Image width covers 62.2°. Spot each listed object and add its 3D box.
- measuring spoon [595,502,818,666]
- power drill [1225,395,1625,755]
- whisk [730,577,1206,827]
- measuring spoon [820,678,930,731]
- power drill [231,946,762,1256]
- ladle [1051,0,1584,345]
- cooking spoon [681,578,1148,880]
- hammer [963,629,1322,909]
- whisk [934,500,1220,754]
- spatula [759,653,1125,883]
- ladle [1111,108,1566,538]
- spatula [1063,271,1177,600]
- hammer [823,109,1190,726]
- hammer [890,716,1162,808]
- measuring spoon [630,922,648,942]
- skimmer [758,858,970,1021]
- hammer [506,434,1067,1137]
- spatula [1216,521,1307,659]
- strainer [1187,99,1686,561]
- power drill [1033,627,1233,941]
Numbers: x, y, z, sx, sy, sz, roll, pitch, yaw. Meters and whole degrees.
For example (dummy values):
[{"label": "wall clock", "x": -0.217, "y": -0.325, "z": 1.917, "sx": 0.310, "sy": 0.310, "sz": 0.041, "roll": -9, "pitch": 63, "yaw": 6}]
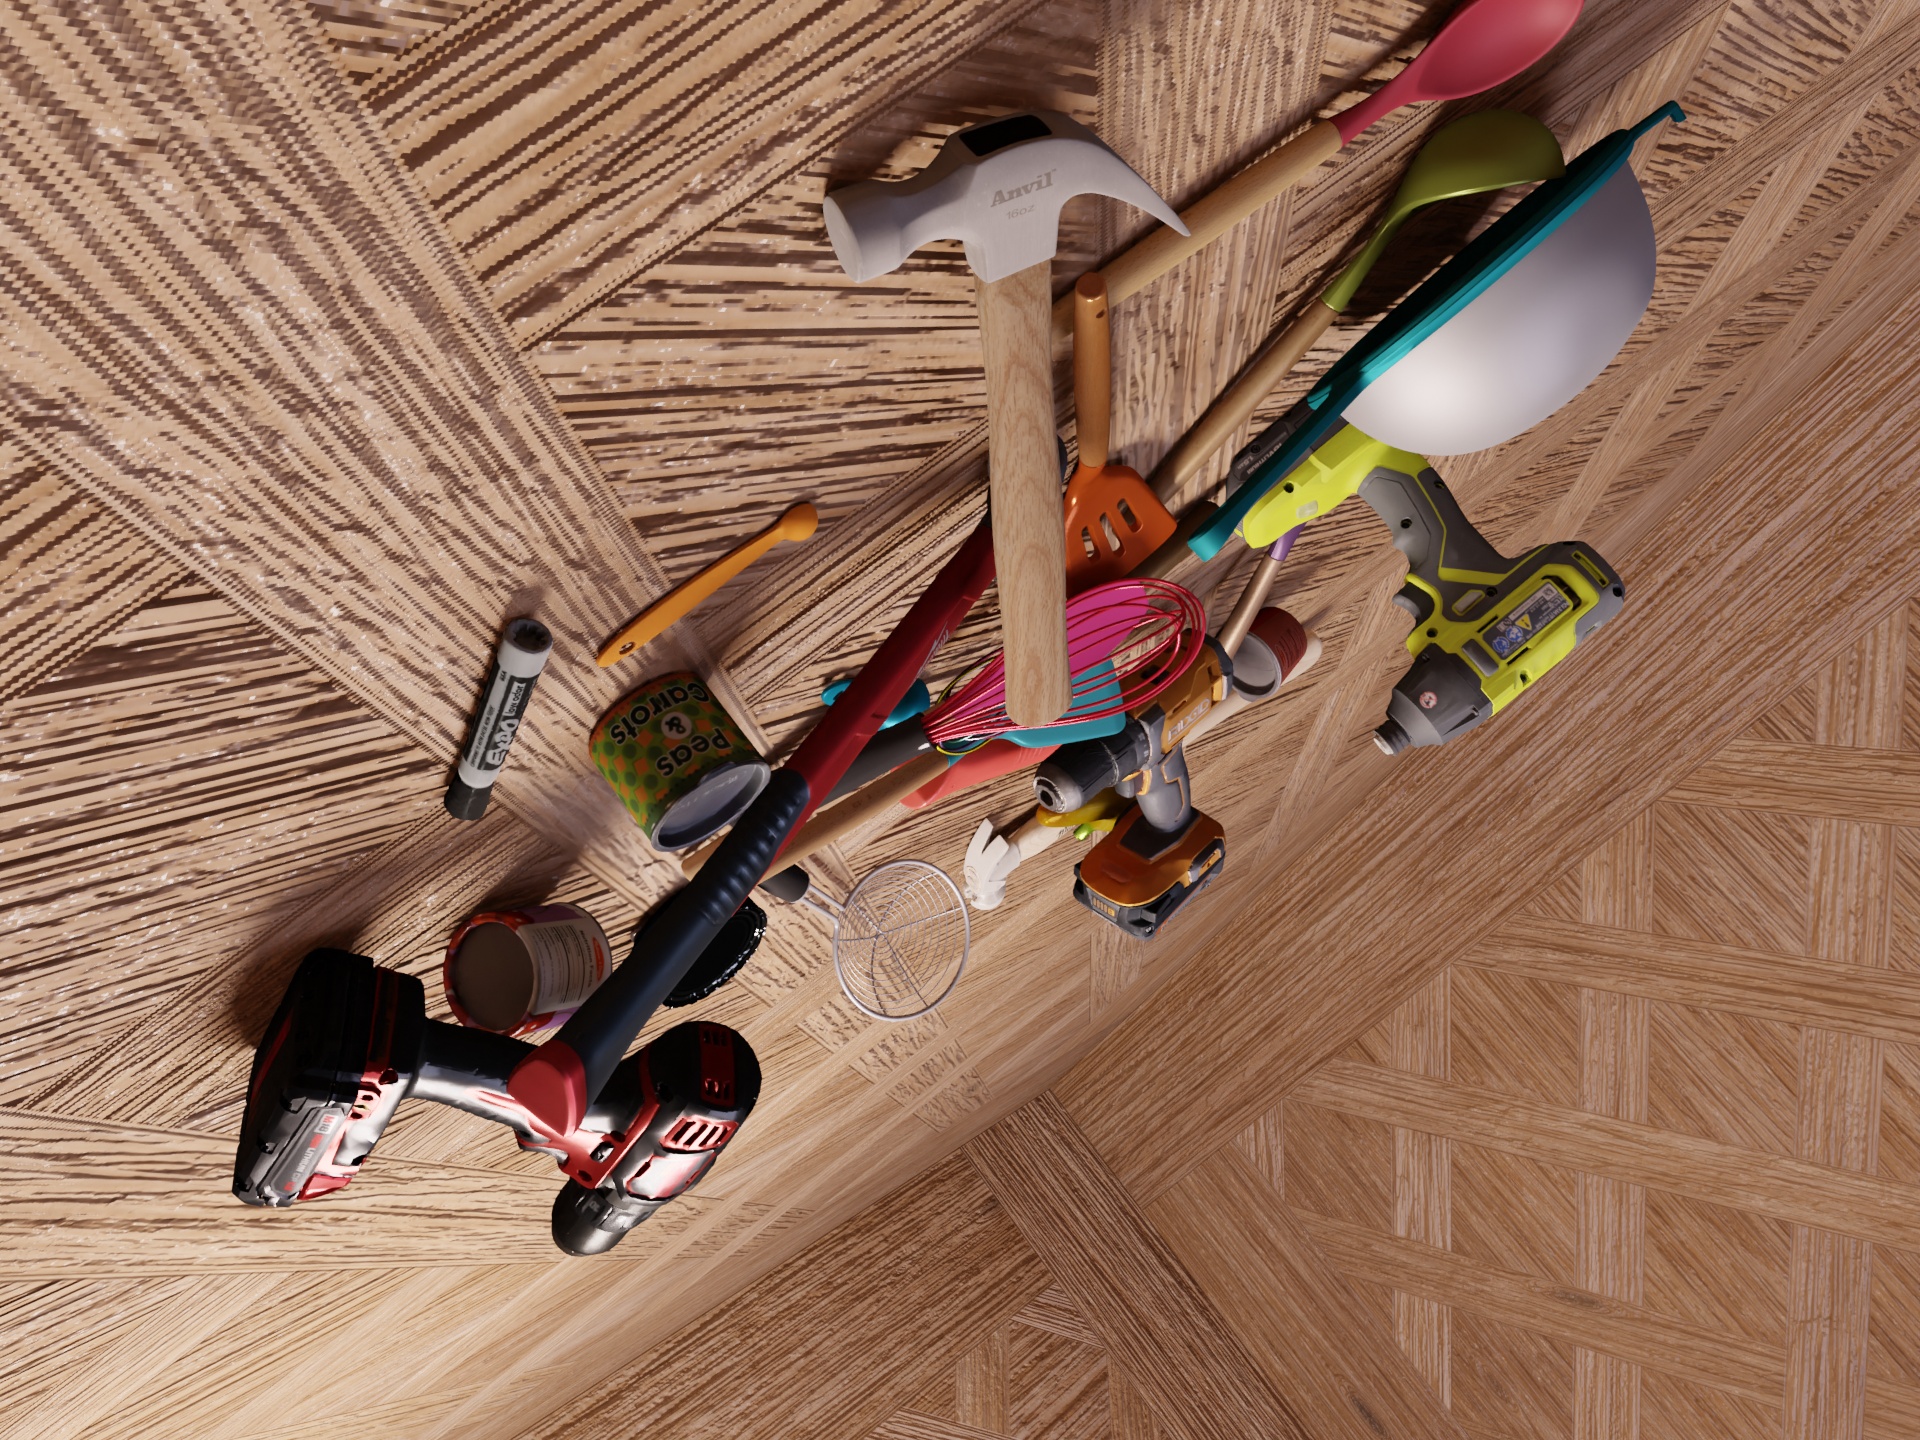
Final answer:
[{"label": "measuring spoon", "x": -0.108, "y": -0.056, "z": 0.692, "sx": 0.117, "sy": 0.011, "sz": 0.021, "roll": -37, "pitch": 163, "yaw": -7}, {"label": "power drill", "x": 0.277, "y": -0.100, "z": 1.007, "sx": 0.171, "sy": 0.223, "sz": 0.080, "roll": -40, "pitch": 162, "yaw": 2}, {"label": "whisk", "x": -0.001, "y": -0.003, "z": 0.890, "sx": 0.296, "sy": 0.073, "sz": 0.073, "roll": -24, "pitch": 165, "yaw": 11}, {"label": "measuring spoon", "x": -0.048, "y": -0.006, "z": 0.924, "sx": 0.042, "sy": 0.021, "sz": 0.128, "roll": -43, "pitch": 164, "yaw": 12}, {"label": "power drill", "x": -0.234, "y": 0.205, "z": 0.794, "sx": 0.226, "sy": 0.080, "sz": 0.187, "roll": 17, "pitch": 130, "yaw": -28}, {"label": "ladle", "x": 0.145, "y": -0.246, "z": 0.708, "sx": 0.315, "sy": 0.031, "sz": 0.069, "roll": -35, "pitch": 160, "yaw": -6}, {"label": "cooking spoon", "x": -0.028, "y": 0.007, "z": 0.938, "sx": 0.319, "sy": 0.017, "sz": 0.068, "roll": -32, "pitch": 147, "yaw": 2}, {"label": "hammer", "x": 0.174, "y": 0.027, "z": 1.444, "sx": 0.410, "sy": 0.038, "sz": 0.146, "roll": -33, "pitch": 161, "yaw": -19}, {"label": "whisk", "x": 0.075, "y": -0.063, "z": 1.005, "sx": 0.245, "sy": 0.047, "sz": 0.051, "roll": -40, "pitch": -173, "yaw": -13}, {"label": "spatula", "x": -0.025, "y": 0.035, "z": 1.006, "sx": 0.317, "sy": 0.082, "sz": 0.044, "roll": -31, "pitch": -155, "yaw": -31}, {"label": "ladle", "x": 0.194, "y": -0.201, "z": 0.874, "sx": 0.320, "sy": 0.062, "sz": 0.078, "roll": -47, "pitch": 172, "yaw": 34}, {"label": "spatula", "x": 0.072, "y": -0.135, "z": 0.790, "sx": 0.081, "sy": 0.041, "sz": 0.322, "roll": -37, "pitch": 168, "yaw": -3}, {"label": "hammer", "x": 0.029, "y": -0.103, "z": 0.667, "sx": 0.130, "sy": 0.031, "sz": 0.331, "roll": -25, "pitch": 147, "yaw": -11}, {"label": "hammer", "x": 0.064, "y": 0.019, "z": 1.199, "sx": 0.359, "sy": 0.037, "sz": 0.149, "roll": -16, "pitch": 152, "yaw": -53}, {"label": "measuring spoon", "x": -0.189, "y": 0.151, "z": 1.044, "sx": 0.034, "sy": 0.018, "sz": 0.124, "roll": -38, "pitch": 162, "yaw": -3}, {"label": "skimmer", "x": -0.072, "y": 0.136, "z": 1.125, "sx": 0.363, "sy": 0.090, "sz": 0.127, "roll": 55, "pitch": 54, "yaw": -70}, {"label": "hammer", "x": -0.070, "y": 0.031, "z": 0.755, "sx": 0.386, "sy": 0.038, "sz": 0.143, "roll": -53, "pitch": 168, "yaw": -21}, {"label": "spatula", "x": 0.224, "y": -0.104, "z": 1.187, "sx": 0.060, "sy": 0.018, "sz": 0.315, "roll": -23, "pitch": 148, "yaw": -39}, {"label": "strainer", "x": 0.257, "y": -0.171, "z": 0.849, "sx": 0.340, "sy": 0.095, "sz": 0.211, "roll": -44, "pitch": -175, "yaw": -19}, {"label": "power drill", "x": 0.128, "y": 0.063, "z": 1.192, "sx": 0.185, "sy": 0.084, "sz": 0.226, "roll": -38, "pitch": 141, "yaw": -31}]
